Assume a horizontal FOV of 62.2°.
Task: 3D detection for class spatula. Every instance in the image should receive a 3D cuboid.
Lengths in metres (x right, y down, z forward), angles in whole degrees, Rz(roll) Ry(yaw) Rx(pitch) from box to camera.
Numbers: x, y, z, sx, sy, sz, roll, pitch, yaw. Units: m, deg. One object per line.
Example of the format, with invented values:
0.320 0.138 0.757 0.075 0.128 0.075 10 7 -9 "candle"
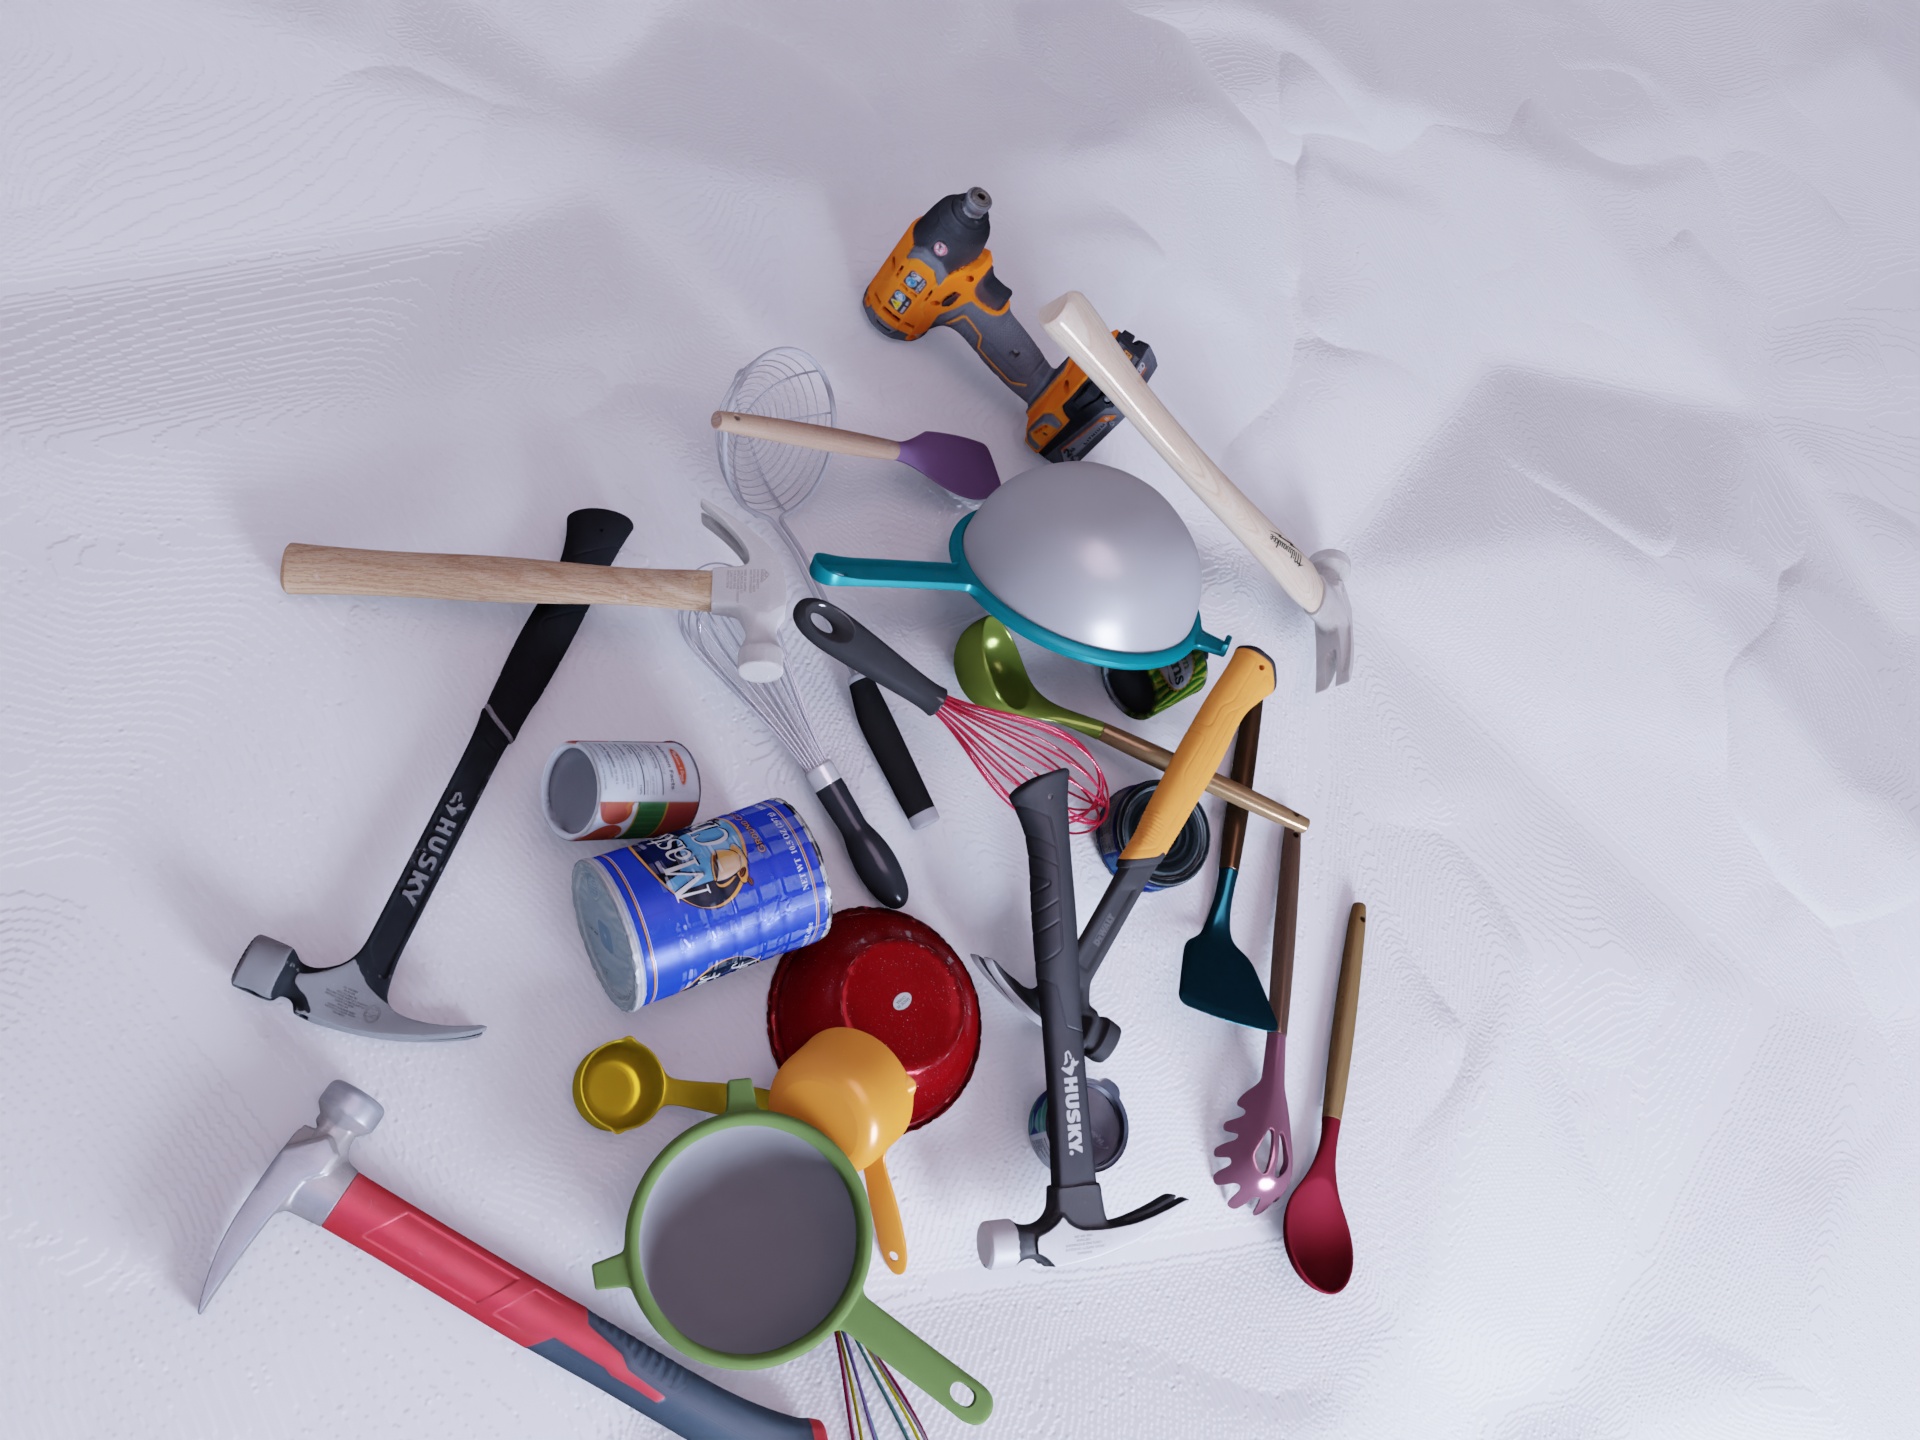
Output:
0.224 0.094 1.269 0.082 0.044 0.318 19 62 -11 "spatula"
-0.067 -0.205 1.202 0.315 0.018 0.060 -1 68 -51 "spatula"

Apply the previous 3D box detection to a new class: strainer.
0.050 -0.137 1.193 0.340 0.095 0.211 -1 42 -33 "strainer"
-0.092 0.354 0.988 0.256 0.069 0.151 37 63 -1 "strainer"

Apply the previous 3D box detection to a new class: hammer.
-0.284 -0.096 1.080 0.331 0.031 0.130 3 63 -10 "hammer"
-0.312 0.021 1.060 0.149 0.036 0.409 27 61 -14 "hammer"
0.198 -0.184 1.268 0.410 0.038 0.146 39 43 -33 "hammer"
-0.248 0.375 0.944 0.386 0.038 0.143 35 61 -8 "hammer"
0.074 0.199 1.101 0.146 0.035 0.335 -1 81 -19 "hammer"
0.140 0.079 1.187 0.127 0.034 0.337 39 72 -20 "hammer"

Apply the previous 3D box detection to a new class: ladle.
0.291 0.284 1.233 0.069 0.031 0.316 30 58 -23 "ladle"
0.139 0.011 1.240 0.320 0.062 0.078 25 38 -9 "ladle"

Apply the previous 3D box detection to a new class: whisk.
-0.072 0.397 1.015 0.047 0.051 0.245 -18 75 -23 "whisk"
-0.002 -0.004 1.166 0.295 0.073 0.073 34 59 -22 "whisk"
-0.115 0.012 1.143 0.070 0.070 0.284 -31 89 -31 "whisk"

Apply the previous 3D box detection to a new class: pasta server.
0.244 0.222 1.239 0.060 0.040 0.316 21 59 -16 "pasta server"

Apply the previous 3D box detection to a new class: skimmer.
-0.082 -0.097 1.179 0.127 0.090 0.363 -15 77 -54 "skimmer"

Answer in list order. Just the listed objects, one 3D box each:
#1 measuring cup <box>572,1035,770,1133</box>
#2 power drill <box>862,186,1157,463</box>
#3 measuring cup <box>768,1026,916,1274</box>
-0.179 0.247 1.041 0.156 0.029 0.062 17 63 -31 "measuring cup"
0.044 -0.322 1.285 0.226 0.164 0.084 37 58 -9 "power drill"
-0.070 0.289 1.031 0.052 0.095 0.173 -24 102 -63 "measuring cup"
